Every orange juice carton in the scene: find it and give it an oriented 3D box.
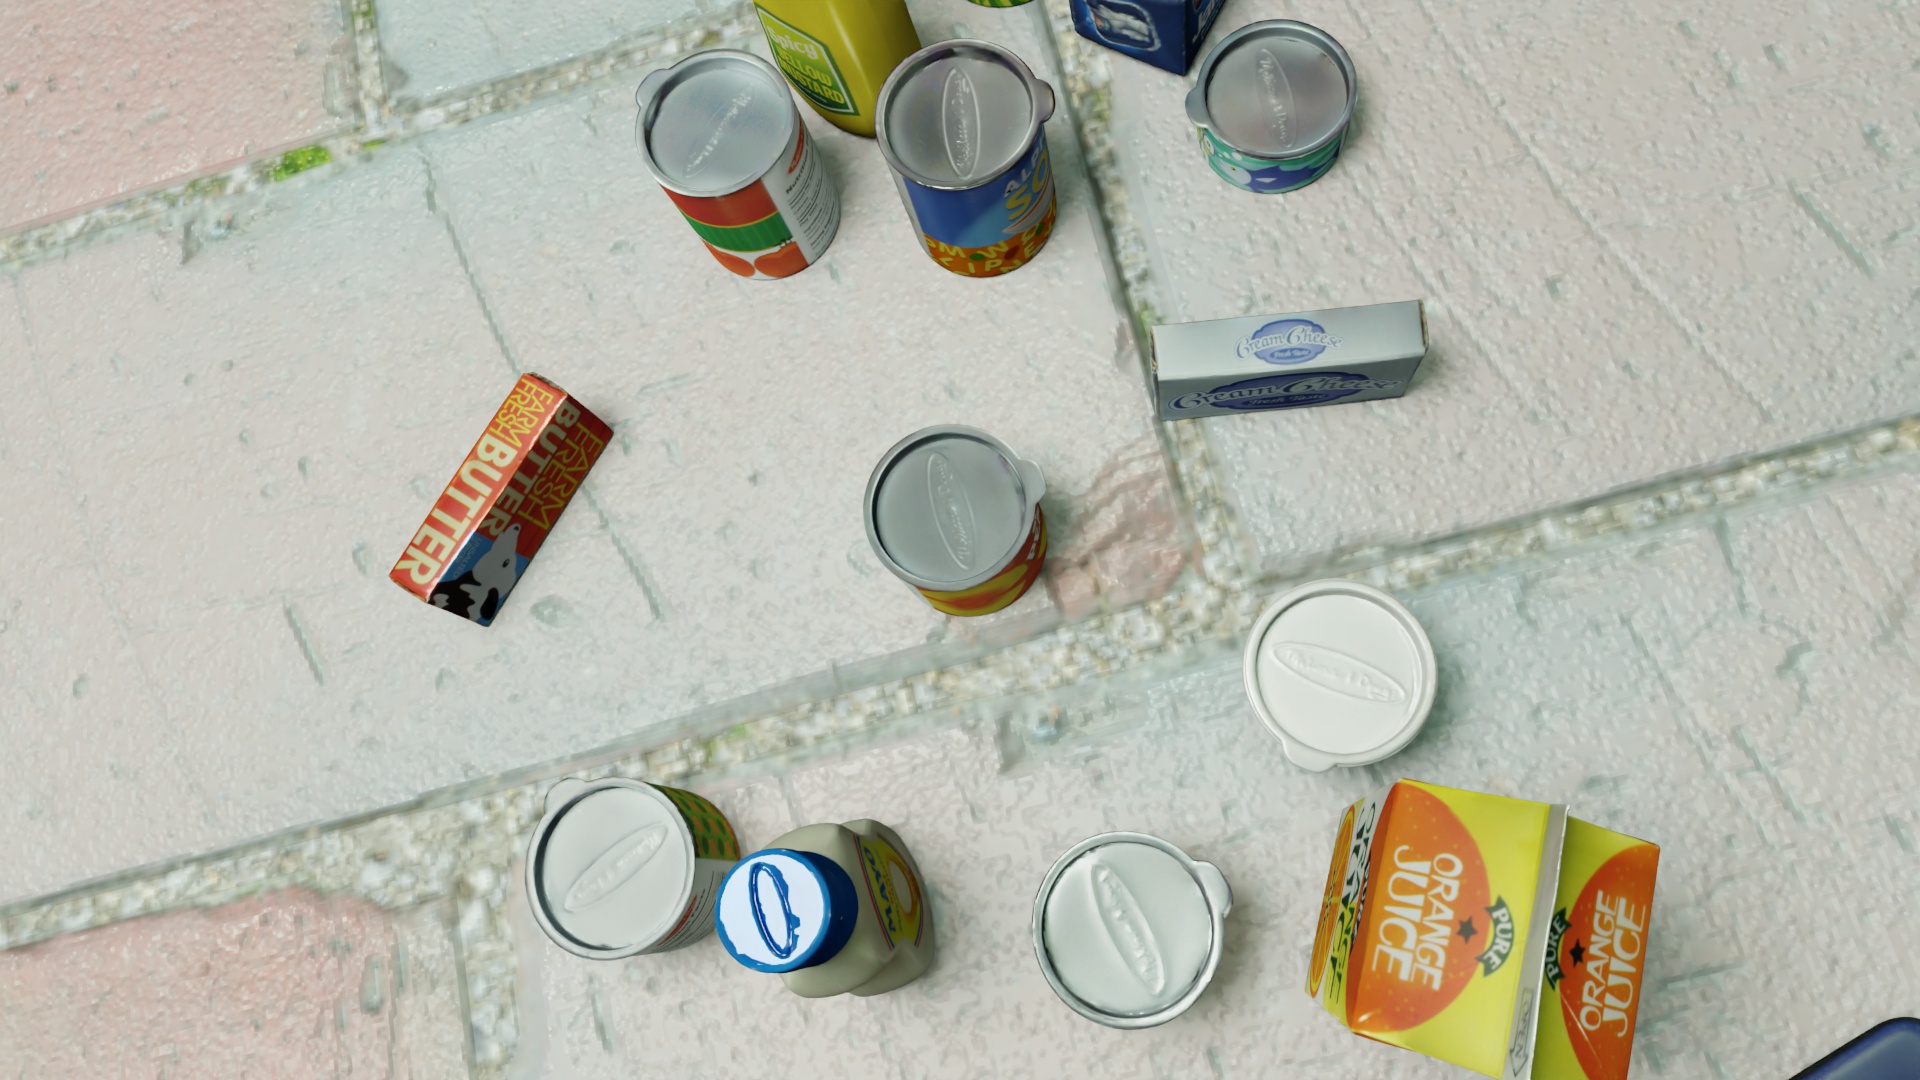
[{"bbox_3d":[0.156,0.120,0.426,0.073,0.192,0.072,13,78,12],"label":"orange juice carton"}]

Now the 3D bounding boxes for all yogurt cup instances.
[{"bbox_3d":[0.139,0.052,0.519,0.072,0.054,0.072,-2,75,8],"label":"yogurt cup"}]

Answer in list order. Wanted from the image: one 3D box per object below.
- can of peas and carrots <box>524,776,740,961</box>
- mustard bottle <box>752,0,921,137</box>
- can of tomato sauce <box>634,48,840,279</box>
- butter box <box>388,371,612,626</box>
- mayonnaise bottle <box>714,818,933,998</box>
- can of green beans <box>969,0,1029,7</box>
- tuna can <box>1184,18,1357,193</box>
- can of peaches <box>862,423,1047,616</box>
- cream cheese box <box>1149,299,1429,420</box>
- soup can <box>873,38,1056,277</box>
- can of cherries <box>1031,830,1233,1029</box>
[{"bbox_3d":[-0.127,0.125,0.538,0.071,0.058,0.071,-2,75,8],"label":"can of peas and carrots"},{"bbox_3d":[-0.058,-0.226,0.567,0.065,0.160,0.049,34,83,15],"label":"mustard bottle"},{"bbox_3d":[-0.094,-0.158,0.595,0.071,0.083,0.071,-2,76,8],"label":"can of tomato sauce"},{"bbox_3d":[-0.193,-0.017,0.588,0.024,0.053,0.103,29,82,15],"label":"butter box"},{"bbox_3d":[-0.044,0.127,0.478,0.041,0.148,0.065,-21,74,3],"label":"mayonnaise bottle"},{"bbox_3d":[0.017,-0.284,0.624,0.071,0.057,0.071,-2,75,8],"label":"can of green beans"},{"bbox_3d":[0.131,-0.184,0.593,0.071,0.032,0.071,-2,75,8],"label":"tuna can"},{"bbox_3d":[0.002,-0.007,0.553,0.071,0.058,0.071,-2,75,8],"label":"can of peaches"},{"bbox_3d":[0.128,-0.071,0.553,0.104,0.053,0.024,-5,75,8],"label":"cream cheese box"},{"bbox_3d":[0.007,-0.156,0.578,0.071,0.083,0.071,-2,76,8],"label":"soup can"},{"bbox_3d":[0.064,0.140,0.505,0.071,0.058,0.071,-2,75,8],"label":"can of cherries"}]
